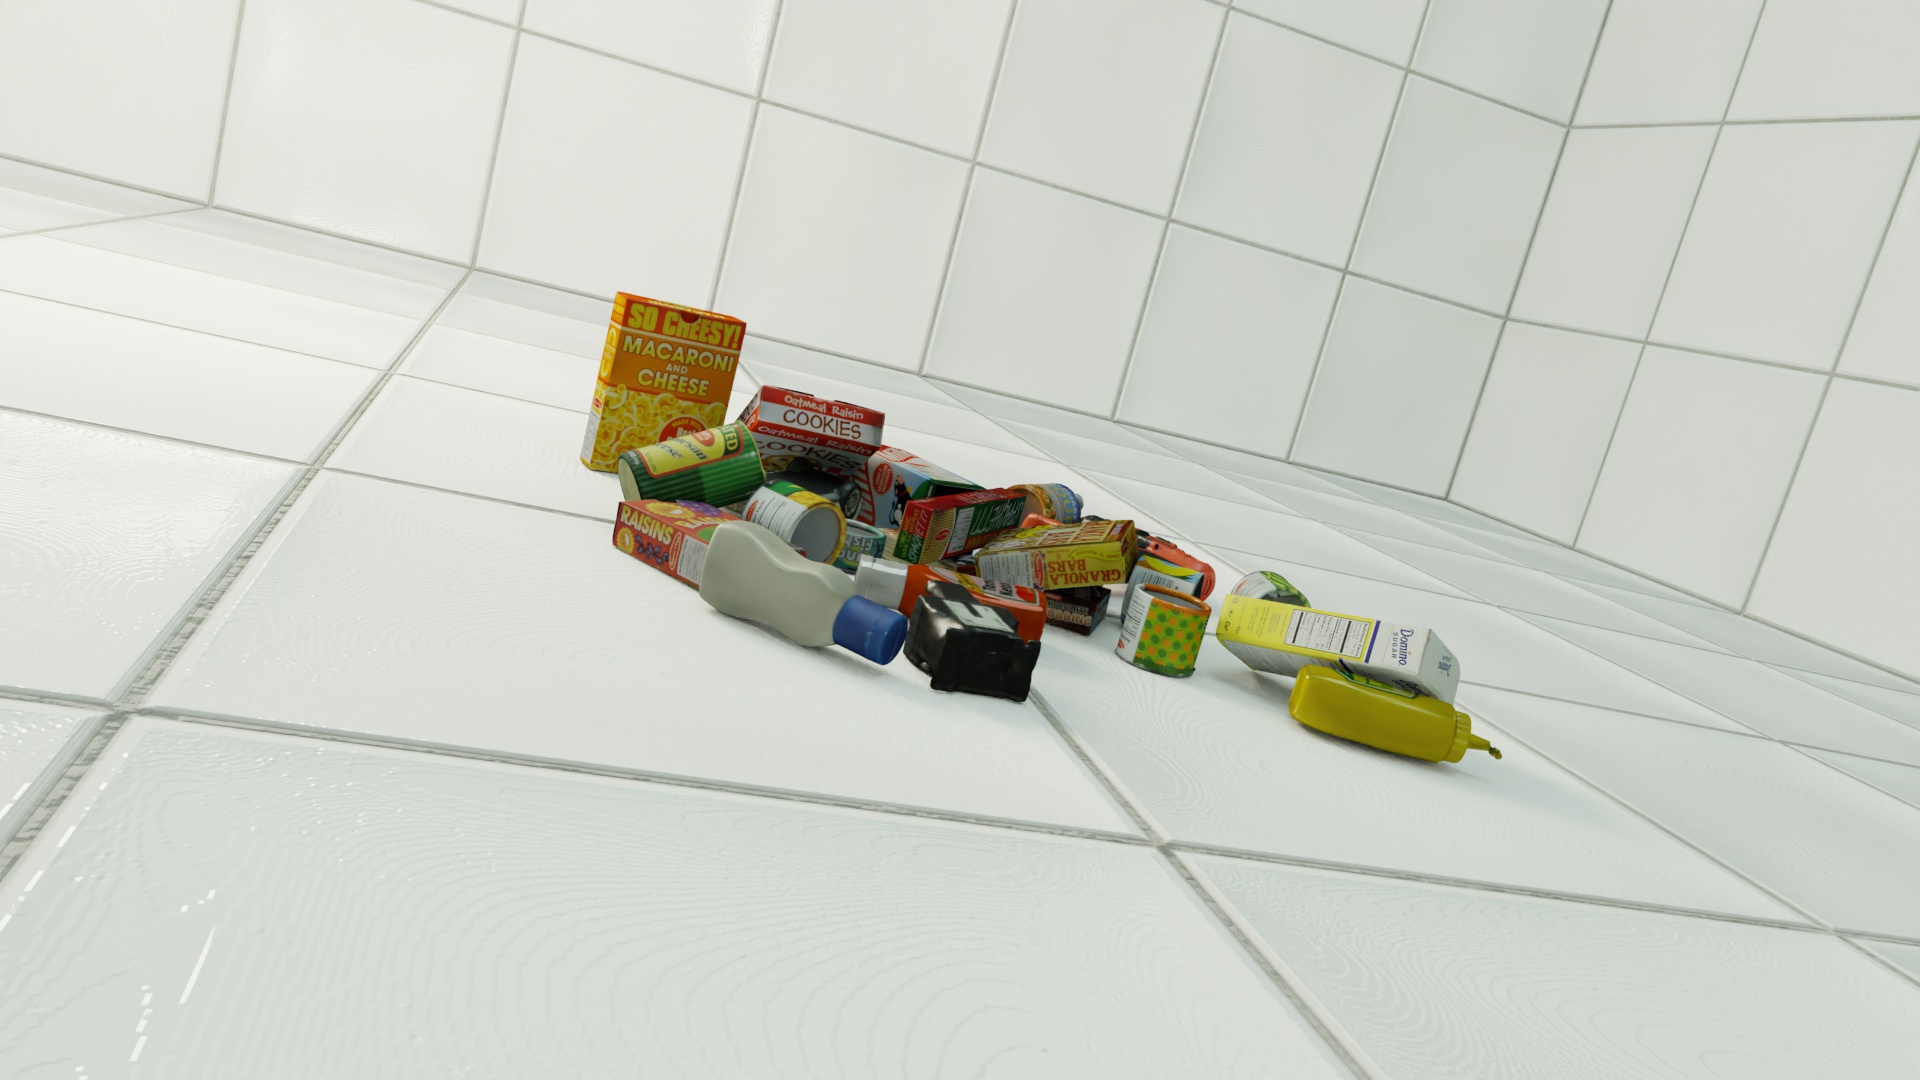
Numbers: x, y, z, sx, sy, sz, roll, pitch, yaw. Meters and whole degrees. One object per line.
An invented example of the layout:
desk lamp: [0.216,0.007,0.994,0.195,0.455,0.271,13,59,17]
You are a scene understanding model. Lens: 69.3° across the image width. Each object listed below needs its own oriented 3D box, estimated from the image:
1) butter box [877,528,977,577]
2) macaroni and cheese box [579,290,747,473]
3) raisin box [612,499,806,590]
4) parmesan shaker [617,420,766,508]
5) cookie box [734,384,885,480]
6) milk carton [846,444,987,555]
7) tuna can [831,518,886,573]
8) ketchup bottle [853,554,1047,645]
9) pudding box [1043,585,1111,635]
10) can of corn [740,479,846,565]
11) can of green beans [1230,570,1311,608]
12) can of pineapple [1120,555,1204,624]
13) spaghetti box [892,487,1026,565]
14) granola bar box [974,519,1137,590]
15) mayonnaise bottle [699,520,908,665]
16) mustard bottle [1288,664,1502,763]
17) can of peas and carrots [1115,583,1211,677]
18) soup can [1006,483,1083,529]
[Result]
butter box: [-0.027,0.015,1.256,0.103,0.024,0.053,23,13,35]
macaroni and cheese box: [-0.284,-0.143,1.332,0.124,0.166,0.040,8,13,-33]
raisin box: [-0.191,0.005,1.050,0.123,0.040,0.086,22,14,36]
parmesan shaker: [-0.220,-0.052,1.137,0.103,0.071,0.071,-18,26,-25]
cookie box: [-0.162,-0.093,1.361,0.123,0.040,0.167,11,-22,-22]
milk carton: [-0.064,-0.049,1.406,0.073,0.072,0.191,6,15,-42]
tuna can: [-0.098,0.004,1.196,0.071,0.032,0.071,14,10,-2]
ketchup bottle: [-0.009,0.046,1.080,0.149,0.043,0.065,13,11,-7]
pudding box: [0.099,0.056,1.209,0.050,0.030,0.084,16,11,12]
can of corn: [-0.133,-0.009,1.129,0.058,0.071,0.071,24,14,38]
can of green beans: [0.294,0.067,1.317,0.071,0.071,0.058,14,11,-7]
can of pineapple: [0.181,0.052,1.242,0.058,0.071,0.071,18,11,16]
spaghetti box: [0.004,-0.016,1.253,0.029,0.050,0.250,20,12,18]
granola bar box: [0.088,0.012,1.223,0.124,0.039,0.166,-5,6,11]
mayonnaise bottle: [-0.106,0.039,0.940,0.148,0.064,0.041,24,16,22]
mustard bottle: [0.335,0.137,1.062,0.160,0.048,0.065,16,6,5]
can of peas and carrots: [0.168,0.073,1.137,0.071,0.058,0.071,14,11,-3]
soup can: [0.087,-0.031,1.522,0.071,0.071,0.084,21,13,28]
